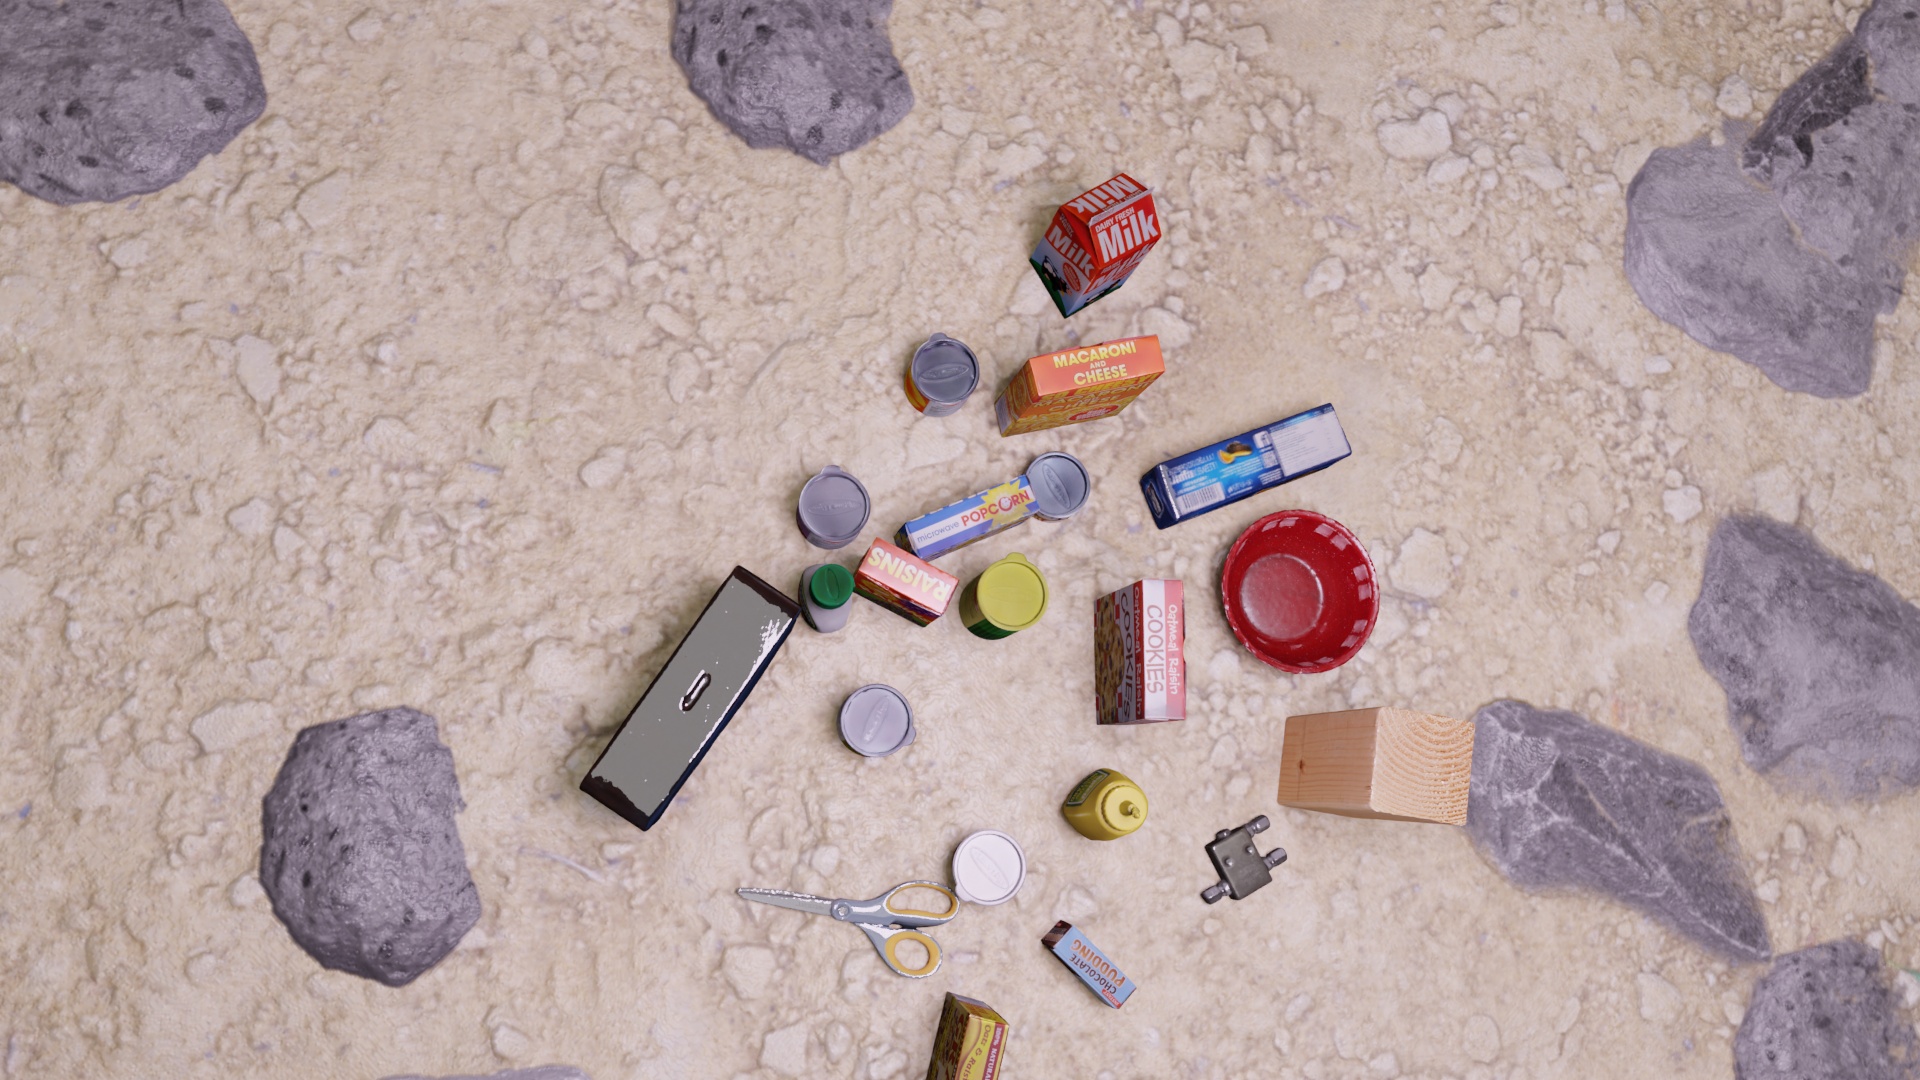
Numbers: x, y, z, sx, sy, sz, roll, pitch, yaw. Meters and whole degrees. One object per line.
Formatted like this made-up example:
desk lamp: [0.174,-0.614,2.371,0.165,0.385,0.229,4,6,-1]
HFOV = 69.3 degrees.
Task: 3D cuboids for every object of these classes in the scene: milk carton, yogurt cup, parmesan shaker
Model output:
milk carton: [0.130,-0.285,1.324,0.072,0.190,0.073,-30,87,-13]
yogurt cup: [0.023,0.298,1.274,0.072,0.054,0.072,2,80,-9]
parmesan shaker: [0.040,0.054,1.295,0.071,0.103,0.071,2,80,-9]

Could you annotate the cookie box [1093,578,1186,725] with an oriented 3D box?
cookie box: [0.163,0.106,1.273,0.040,0.167,0.123,1,80,-9]

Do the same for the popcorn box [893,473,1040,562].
popcorn box: [0.005,-0.016,1.310,0.127,0.085,0.038,-22,85,-12]

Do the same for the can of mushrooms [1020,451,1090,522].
can of mushrooms: [0.089,-0.051,1.357,0.071,0.033,0.071,2,80,-9]

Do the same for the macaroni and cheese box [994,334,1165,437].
macaroni and cheese box: [0.108,-0.144,1.308,0.124,0.166,0.040,-12,83,-11]

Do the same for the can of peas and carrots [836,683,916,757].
can of peas and carrots: [-0.077,0.167,1.278,0.071,0.058,0.071,2,80,-9]

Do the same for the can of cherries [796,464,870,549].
can of cherries: [-0.120,-0.030,1.305,0.071,0.058,0.071,2,80,-9]

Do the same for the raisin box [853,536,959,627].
raisin box: [-0.055,0.040,1.270,0.086,0.123,0.040,28,77,-4]

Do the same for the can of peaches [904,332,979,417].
can of peaches: [-0.019,-0.159,1.345,0.071,0.058,0.071,2,80,-9]

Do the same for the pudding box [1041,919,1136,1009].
pudding box: [0.117,0.390,1.277,0.084,0.049,0.030,44,77,0]

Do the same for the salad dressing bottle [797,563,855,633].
salad dressing bottle: [-0.120,0.048,1.246,0.044,0.147,0.064,-13,83,-11]

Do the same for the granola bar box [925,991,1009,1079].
granola bar box: [-0.004,0.487,1.201,0.039,0.124,0.166,16,78,-7]

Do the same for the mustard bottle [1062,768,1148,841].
mustard bottle: [0.137,0.238,1.250,0.049,0.160,0.065,45,77,0]
